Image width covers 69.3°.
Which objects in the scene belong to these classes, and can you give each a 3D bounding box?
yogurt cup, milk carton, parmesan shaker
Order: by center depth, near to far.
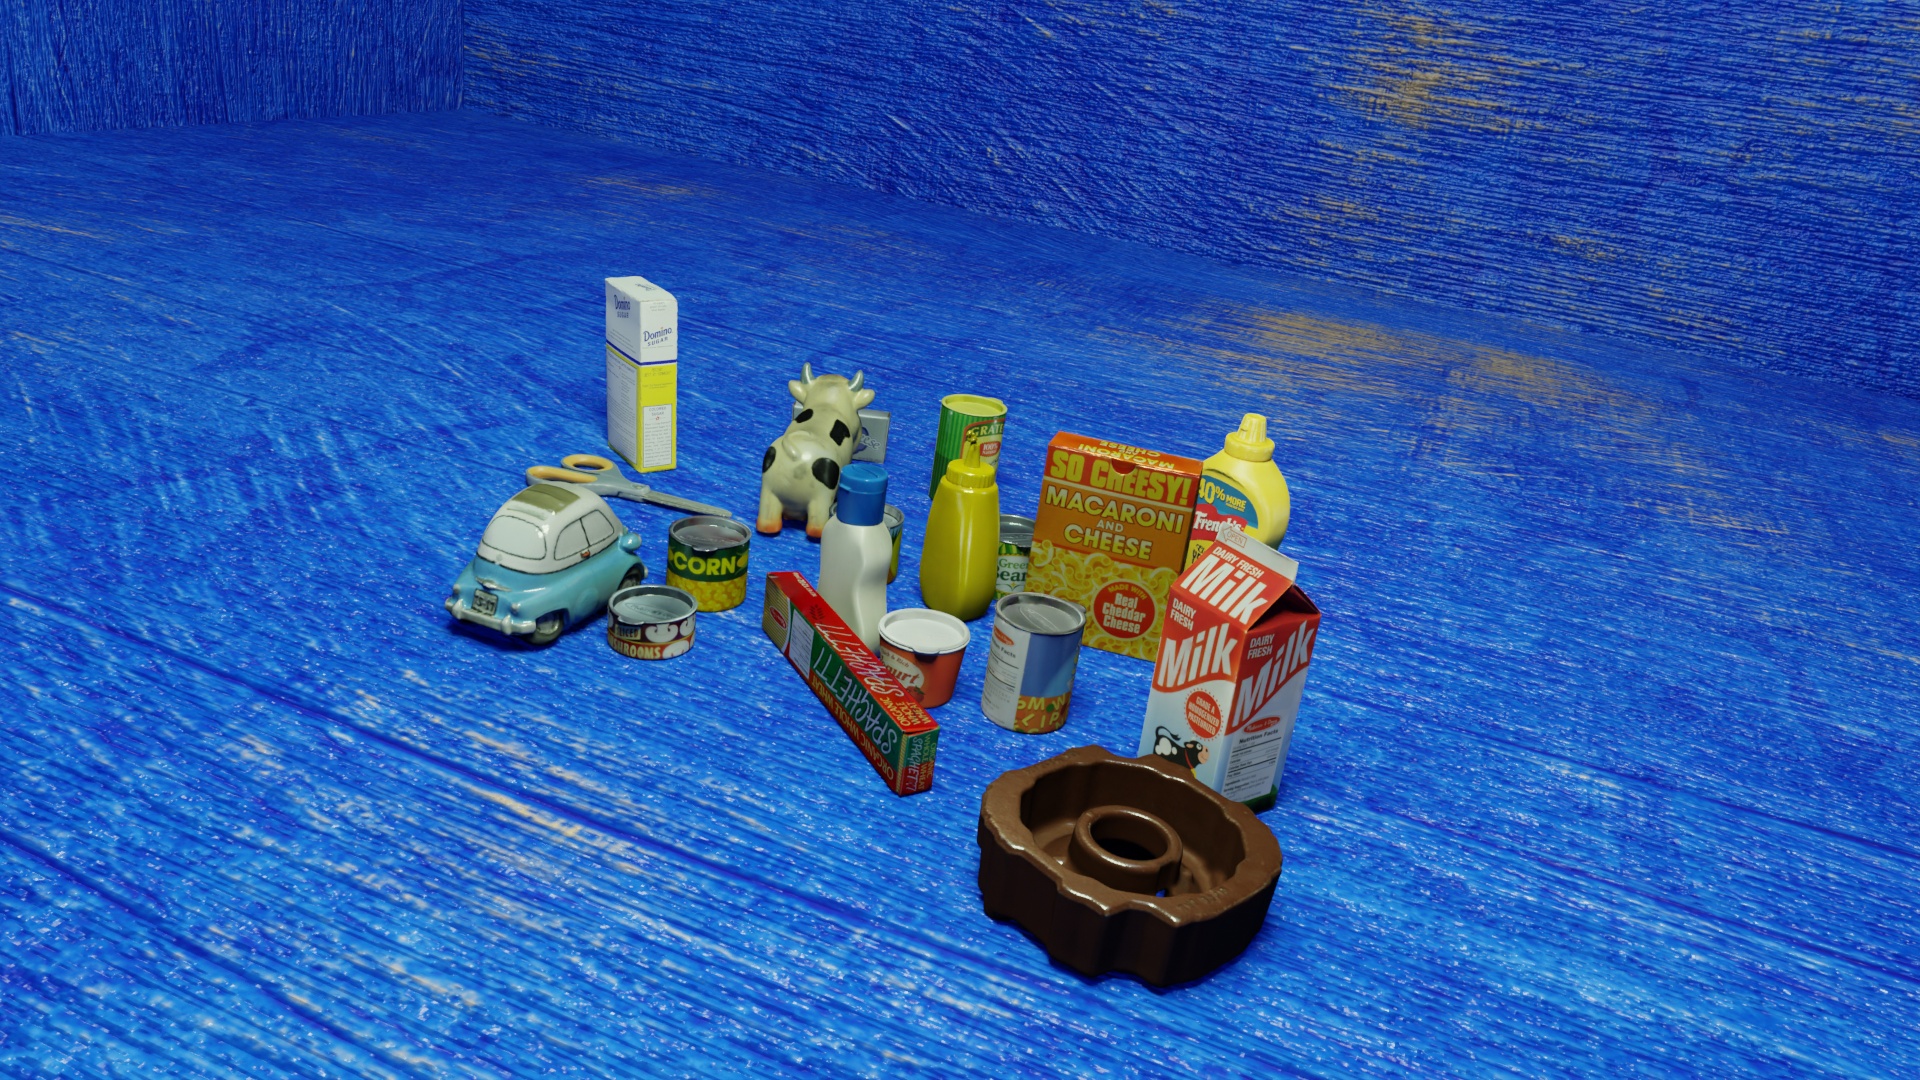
[{"bbox_3d":[0.179,0.088,0.921,0.074,0.189,0.072,-8,27,-35],"label":"milk carton"},{"bbox_3d":[-0.030,0.088,1.028,0.072,0.053,0.073,7,22,-3],"label":"yogurt cup"},{"bbox_3d":[0.009,-0.089,1.400,0.071,0.102,0.071,7,22,-3],"label":"parmesan shaker"}]

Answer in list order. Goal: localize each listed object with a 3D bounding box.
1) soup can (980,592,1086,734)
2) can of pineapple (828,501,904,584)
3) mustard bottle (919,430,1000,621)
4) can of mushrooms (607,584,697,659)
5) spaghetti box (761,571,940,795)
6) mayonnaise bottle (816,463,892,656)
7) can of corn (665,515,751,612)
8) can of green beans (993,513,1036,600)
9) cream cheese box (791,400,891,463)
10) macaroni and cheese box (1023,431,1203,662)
[{"bbox_3d":[0.055,0.089,1.015,0.071,0.083,0.071,7,22,-3],"label":"soup can"},{"bbox_3d":[-0.085,0.003,1.208,0.071,0.057,0.071,7,22,-3],"label":"can of pineapple"},{"bbox_3d":[0.004,-0.014,1.146,0.049,0.159,0.065,-12,29,-40],"label":"mustard bottle"},{"bbox_3d":[-0.234,0.062,1.048,0.071,0.033,0.071,7,22,-3],"label":"can of mushrooms"},{"bbox_3d":[-0.085,0.095,0.997,0.029,0.050,0.251,-5,26,-29],"label":"spaghetti box"},{"bbox_3d":[-0.080,0.016,1.060,0.041,0.147,0.065,-14,31,-43],"label":"mayonnaise bottle"},{"bbox_3d":[-0.205,0.020,1.126,0.071,0.058,0.071,7,22,-3],"label":"can of corn"},{"bbox_3d":[0.042,0.015,1.221,0.071,0.057,0.071,7,22,-3],"label":"can of green beans"},{"bbox_3d":[-0.129,-0.116,1.483,0.104,0.053,0.024,7,22,-2],"label":"cream cheese box"},{"bbox_3d":[0.121,0.006,1.128,0.124,0.165,0.040,13,22,11],"label":"macaroni and cheese box"}]
